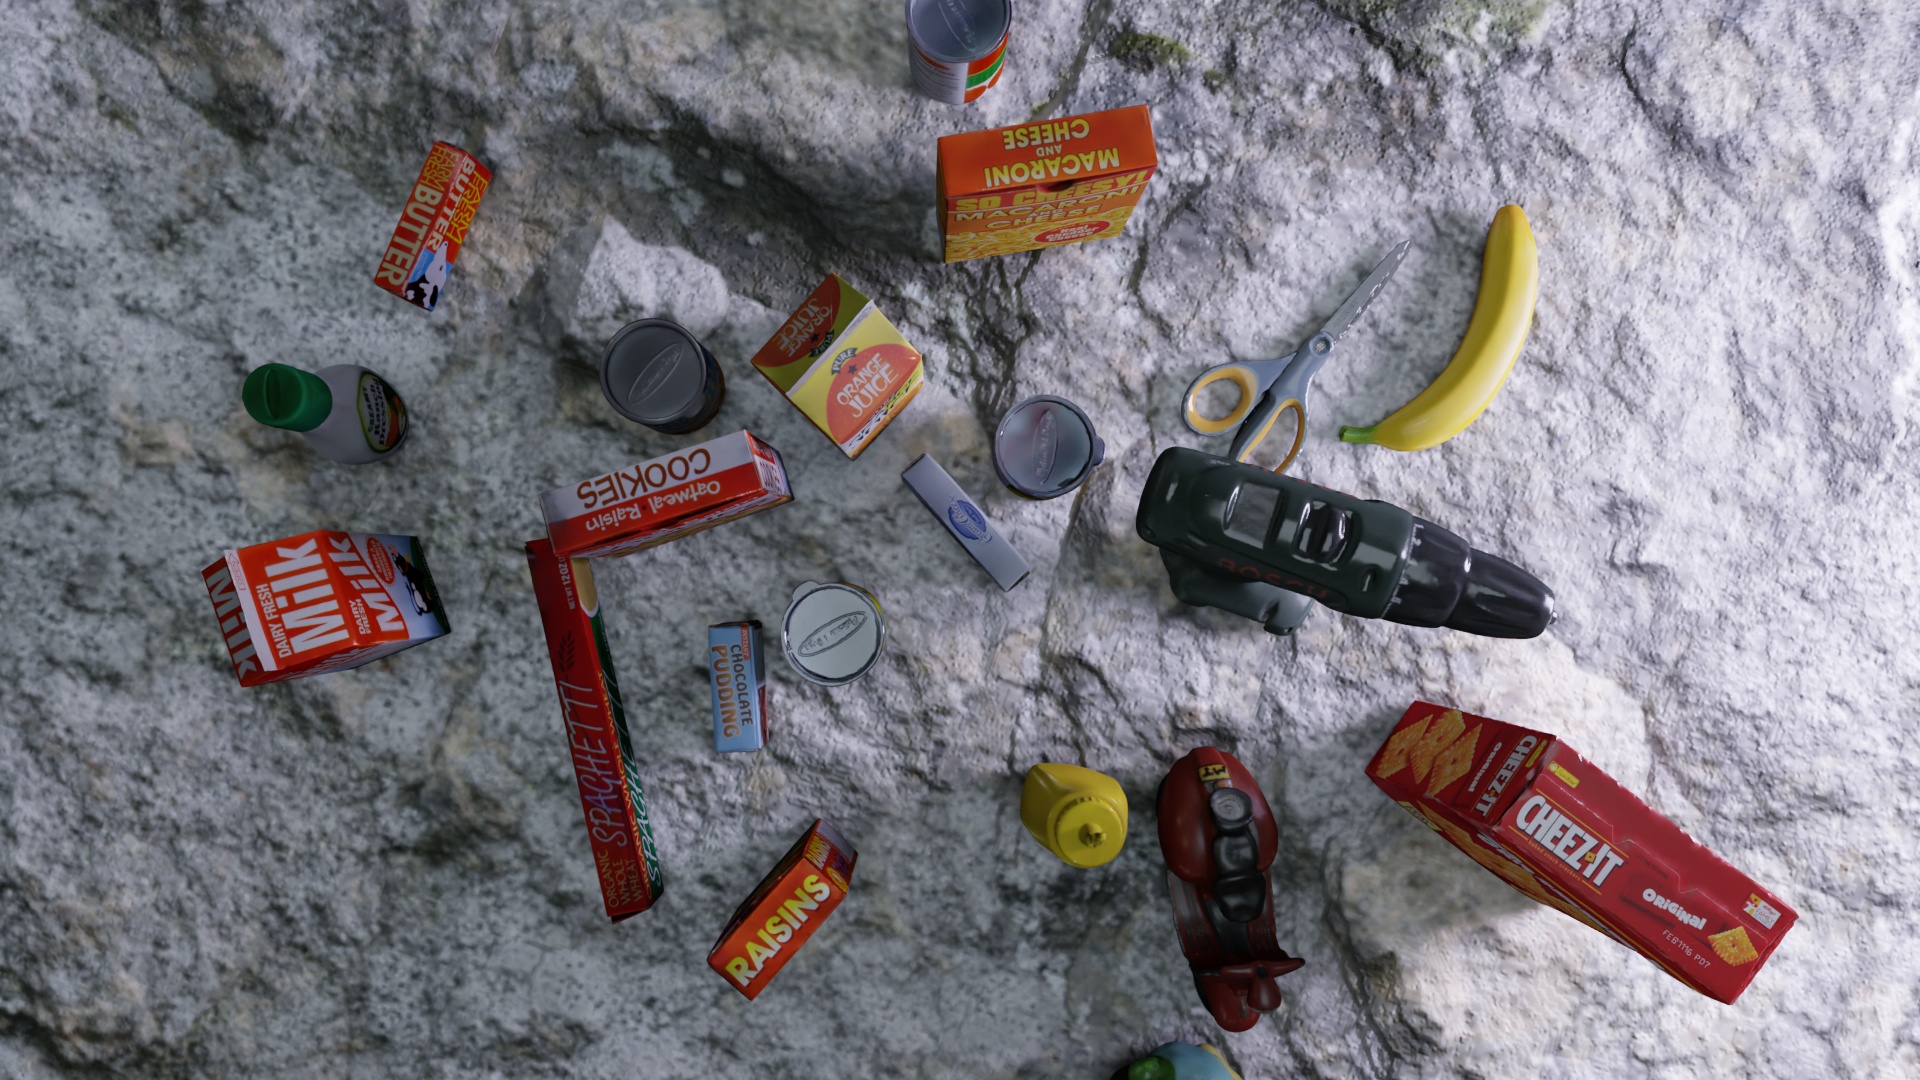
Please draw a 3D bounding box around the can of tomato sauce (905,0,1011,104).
[{"bbox_3d":[0.000,-0.330,0.904,0.071,0.083,0.071,0,89,-1],"label":"can of tomato sauce"}]

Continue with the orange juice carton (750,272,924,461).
[{"bbox_3d":[-0.072,-0.103,0.842,0.073,0.192,0.072,43,89,0],"label":"orange juice carton"}]

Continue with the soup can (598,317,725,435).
[{"bbox_3d":[-0.188,-0.101,0.894,0.071,0.084,0.071,0,89,-1],"label":"soup can"}]

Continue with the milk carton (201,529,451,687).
[{"bbox_3d":[-0.383,0.039,0.834,0.073,0.190,0.072,-20,90,-1],"label":"milk carton"}]

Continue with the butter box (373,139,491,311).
[{"bbox_3d":[-0.344,-0.205,0.909,0.024,0.053,0.103,23,88,-1],"label":"butter box"}]

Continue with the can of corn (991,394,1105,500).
[{"bbox_3d":[0.056,-0.059,0.911,0.071,0.058,0.071,0,89,-1],"label":"can of corn"}]

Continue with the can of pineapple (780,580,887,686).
[{"bbox_3d":[-0.082,0.058,0.906,0.071,0.058,0.071,0,89,-1],"label":"can of pineapple"}]

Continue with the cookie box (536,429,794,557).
[{"bbox_3d":[-0.173,-0.025,0.851,0.123,0.167,0.040,-18,90,-1],"label":"cookie box"}]

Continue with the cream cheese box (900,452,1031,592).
[{"bbox_3d":[0.003,-0.011,0.911,0.024,0.053,0.104,-42,90,-1],"label":"cream cheese box"}]

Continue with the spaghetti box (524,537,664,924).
[{"bbox_3d":[-0.238,0.120,0.905,0.029,0.050,0.250,-13,89,-1],"label":"spaghetti box"}]

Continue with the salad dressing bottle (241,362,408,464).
[{"bbox_3d":[-0.390,-0.081,0.858,0.044,0.147,0.064,-5,89,-1],"label":"salad dressing bottle"}]

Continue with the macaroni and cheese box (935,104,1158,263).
[{"bbox_3d":[0.048,-0.216,0.861,0.124,0.166,0.040,-9,90,-1],"label":"macaroni and cheese box"}]

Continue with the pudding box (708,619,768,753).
[{"bbox_3d":[-0.145,0.095,0.908,0.030,0.049,0.083,-4,89,-1],"label":"pudding box"}]

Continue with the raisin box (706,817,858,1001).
[{"bbox_3d":[-0.108,0.227,0.868,0.040,0.123,0.086,43,89,0],"label":"raisin box"}]

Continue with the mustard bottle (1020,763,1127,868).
[{"bbox_3d":[0.072,0.171,0.855,0.065,0.160,0.049,10,89,-1],"label":"mustard bottle"}]
